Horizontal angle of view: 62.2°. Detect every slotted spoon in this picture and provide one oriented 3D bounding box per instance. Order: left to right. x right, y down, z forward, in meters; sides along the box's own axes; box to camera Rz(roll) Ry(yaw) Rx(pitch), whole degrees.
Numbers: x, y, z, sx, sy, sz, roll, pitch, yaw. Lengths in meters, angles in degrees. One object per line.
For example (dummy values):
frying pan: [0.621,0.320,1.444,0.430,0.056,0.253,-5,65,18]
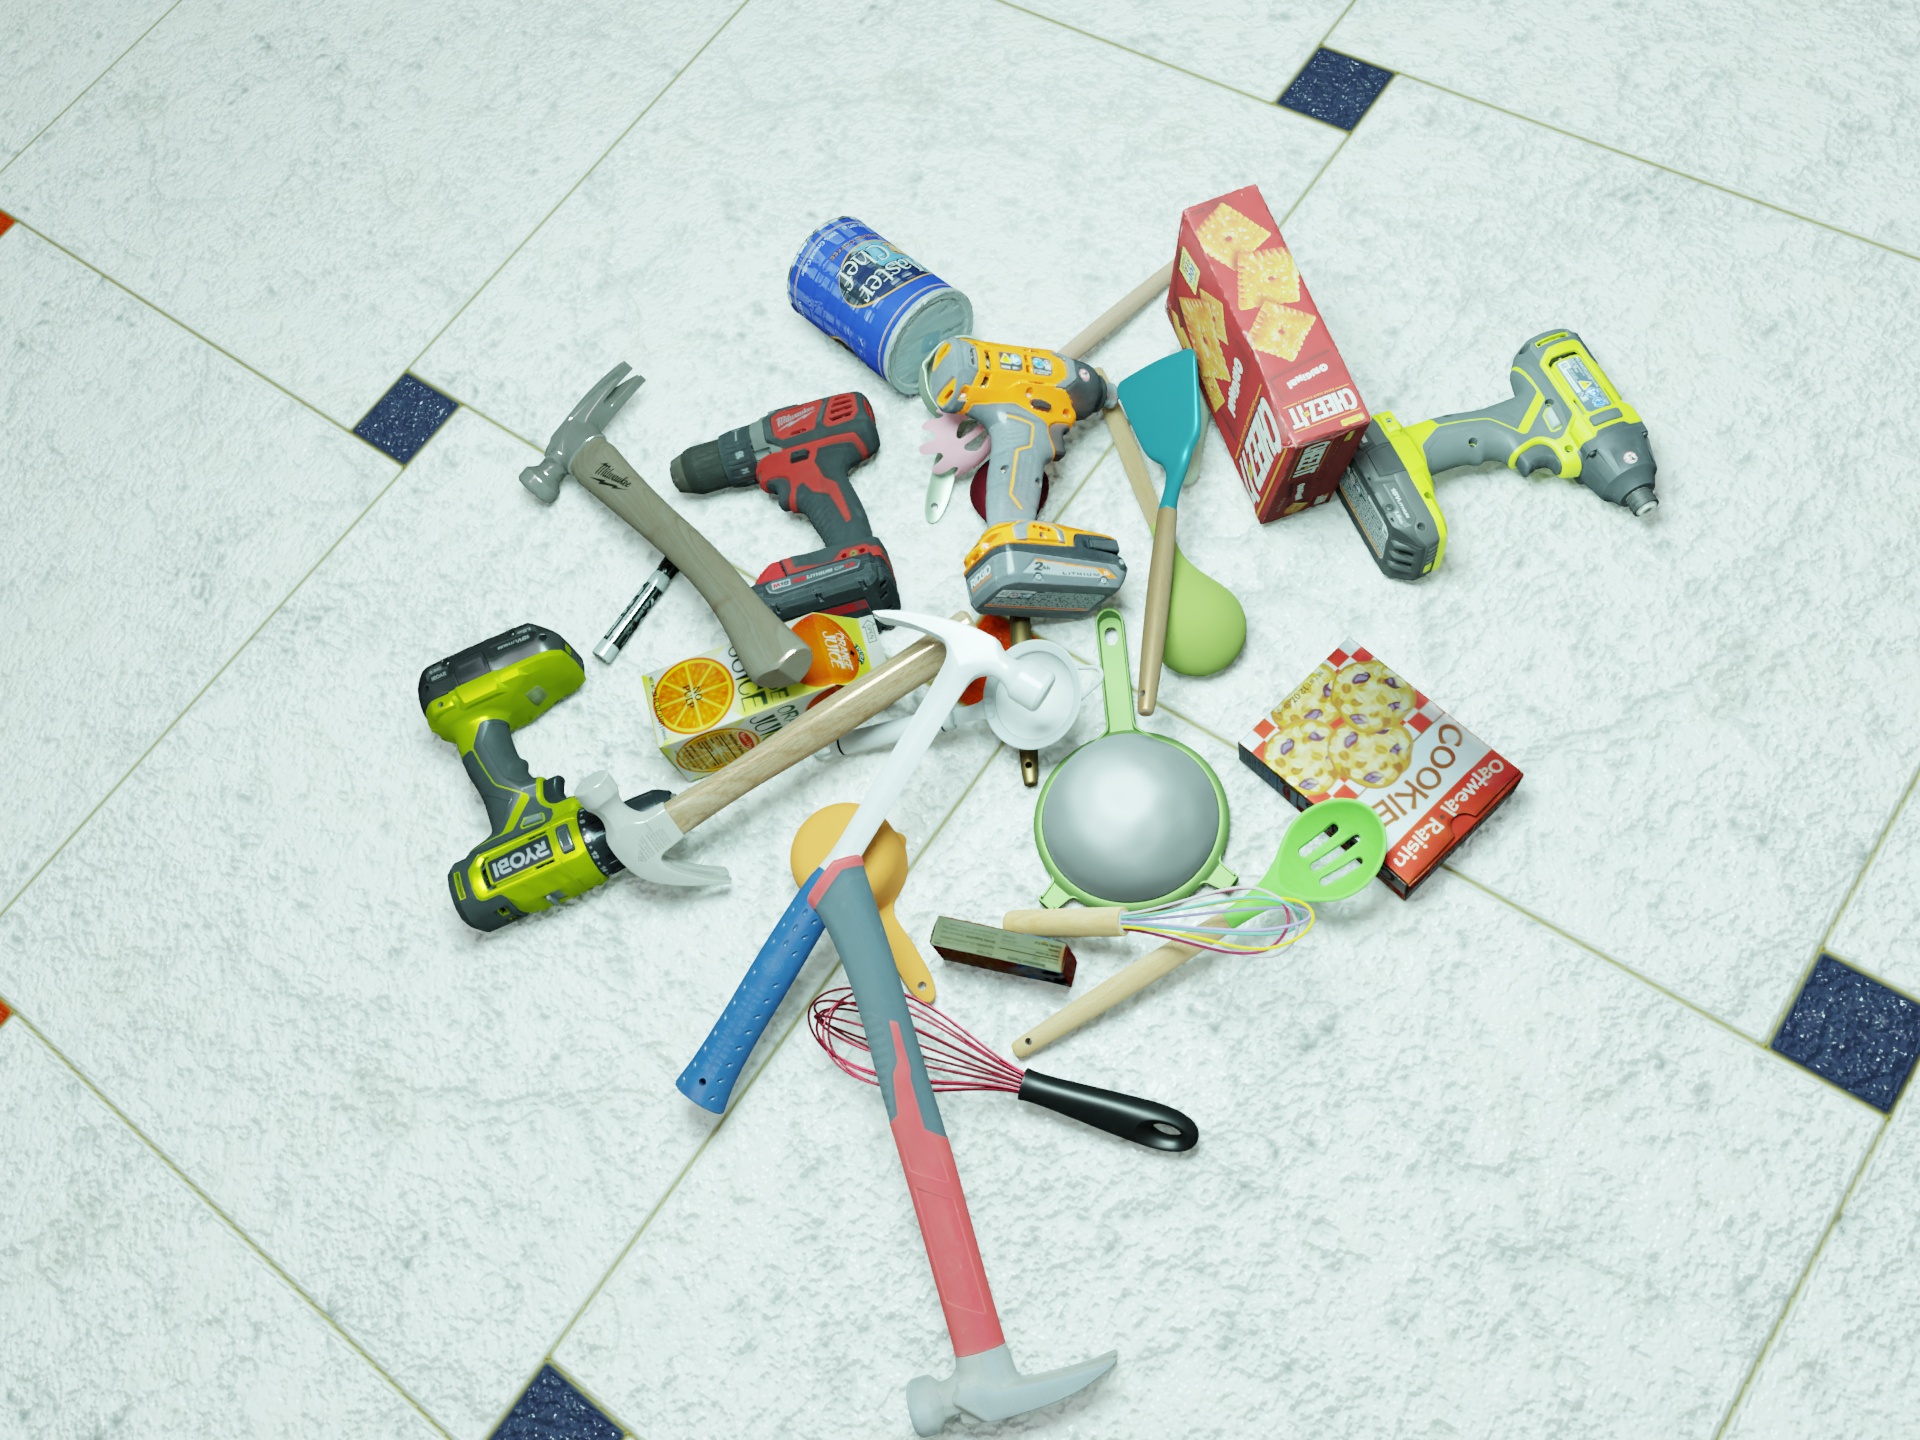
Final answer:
slotted spoon: [0.170,0.157,1.153,0.314,0.031,0.070,-33,67,5]

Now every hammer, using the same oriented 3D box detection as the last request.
hammer: [-0.236,-0.162,1.336,0.146,0.038,0.411,-49,52,3]
hammer: [-0.126,0.018,1.242,0.331,0.130,0.031,-32,24,-2]
hammer: [-0.093,0.103,1.184,0.144,0.035,0.405,31,86,9]
hammer: [-0.014,0.276,1.091,0.143,0.038,0.386,-17,80,3]

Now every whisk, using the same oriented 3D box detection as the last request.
whisk: [0.026,0.254,1.140,0.296,0.073,0.073,15,70,12]
whisk: [0.135,0.145,1.136,0.245,0.051,0.047,-6,62,34]
whisk: [0.211,-0.313,1.375,0.058,0.059,0.246,-10,61,48]

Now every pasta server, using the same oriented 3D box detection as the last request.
pasta server: [0.091,-0.320,1.396,0.316,0.060,0.040,-42,19,-18]

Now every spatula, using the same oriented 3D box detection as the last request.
spatula: [0.153,-0.148,1.252,0.082,0.044,0.318,-18,52,41]

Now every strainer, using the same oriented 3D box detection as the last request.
strainer: [-0.002,-0.004,1.262,0.258,0.050,0.087,-13,74,19]
strainer: [0.123,0.018,1.222,0.151,0.069,0.257,-7,66,9]

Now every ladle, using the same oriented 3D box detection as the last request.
ladle: [0.047,-0.093,1.316,0.069,0.031,0.316,-7,66,8]
ladle: [0.159,-0.174,1.327,0.078,0.062,0.320,-19,56,5]

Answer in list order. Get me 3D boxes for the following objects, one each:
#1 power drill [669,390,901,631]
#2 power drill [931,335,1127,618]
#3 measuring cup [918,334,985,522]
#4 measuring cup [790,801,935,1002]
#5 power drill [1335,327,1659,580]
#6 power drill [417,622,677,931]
power drill: [-0.151,-0.172,1.367,0.188,0.080,0.227,-15,61,5]
power drill: [0.069,-0.201,1.299,0.164,0.084,0.227,1,71,-25]
measuring cup: [-0.011,-0.253,1.395,0.083,0.038,0.167,15,87,-18]
measuring cup: [-0.068,0.138,1.216,0.095,0.052,0.174,-32,61,-4]
power drill: [0.424,-0.204,1.261,0.223,0.080,0.171,-21,63,-1]
power drill: [-0.341,0.040,1.308,0.190,0.080,0.229,-24,66,0]
